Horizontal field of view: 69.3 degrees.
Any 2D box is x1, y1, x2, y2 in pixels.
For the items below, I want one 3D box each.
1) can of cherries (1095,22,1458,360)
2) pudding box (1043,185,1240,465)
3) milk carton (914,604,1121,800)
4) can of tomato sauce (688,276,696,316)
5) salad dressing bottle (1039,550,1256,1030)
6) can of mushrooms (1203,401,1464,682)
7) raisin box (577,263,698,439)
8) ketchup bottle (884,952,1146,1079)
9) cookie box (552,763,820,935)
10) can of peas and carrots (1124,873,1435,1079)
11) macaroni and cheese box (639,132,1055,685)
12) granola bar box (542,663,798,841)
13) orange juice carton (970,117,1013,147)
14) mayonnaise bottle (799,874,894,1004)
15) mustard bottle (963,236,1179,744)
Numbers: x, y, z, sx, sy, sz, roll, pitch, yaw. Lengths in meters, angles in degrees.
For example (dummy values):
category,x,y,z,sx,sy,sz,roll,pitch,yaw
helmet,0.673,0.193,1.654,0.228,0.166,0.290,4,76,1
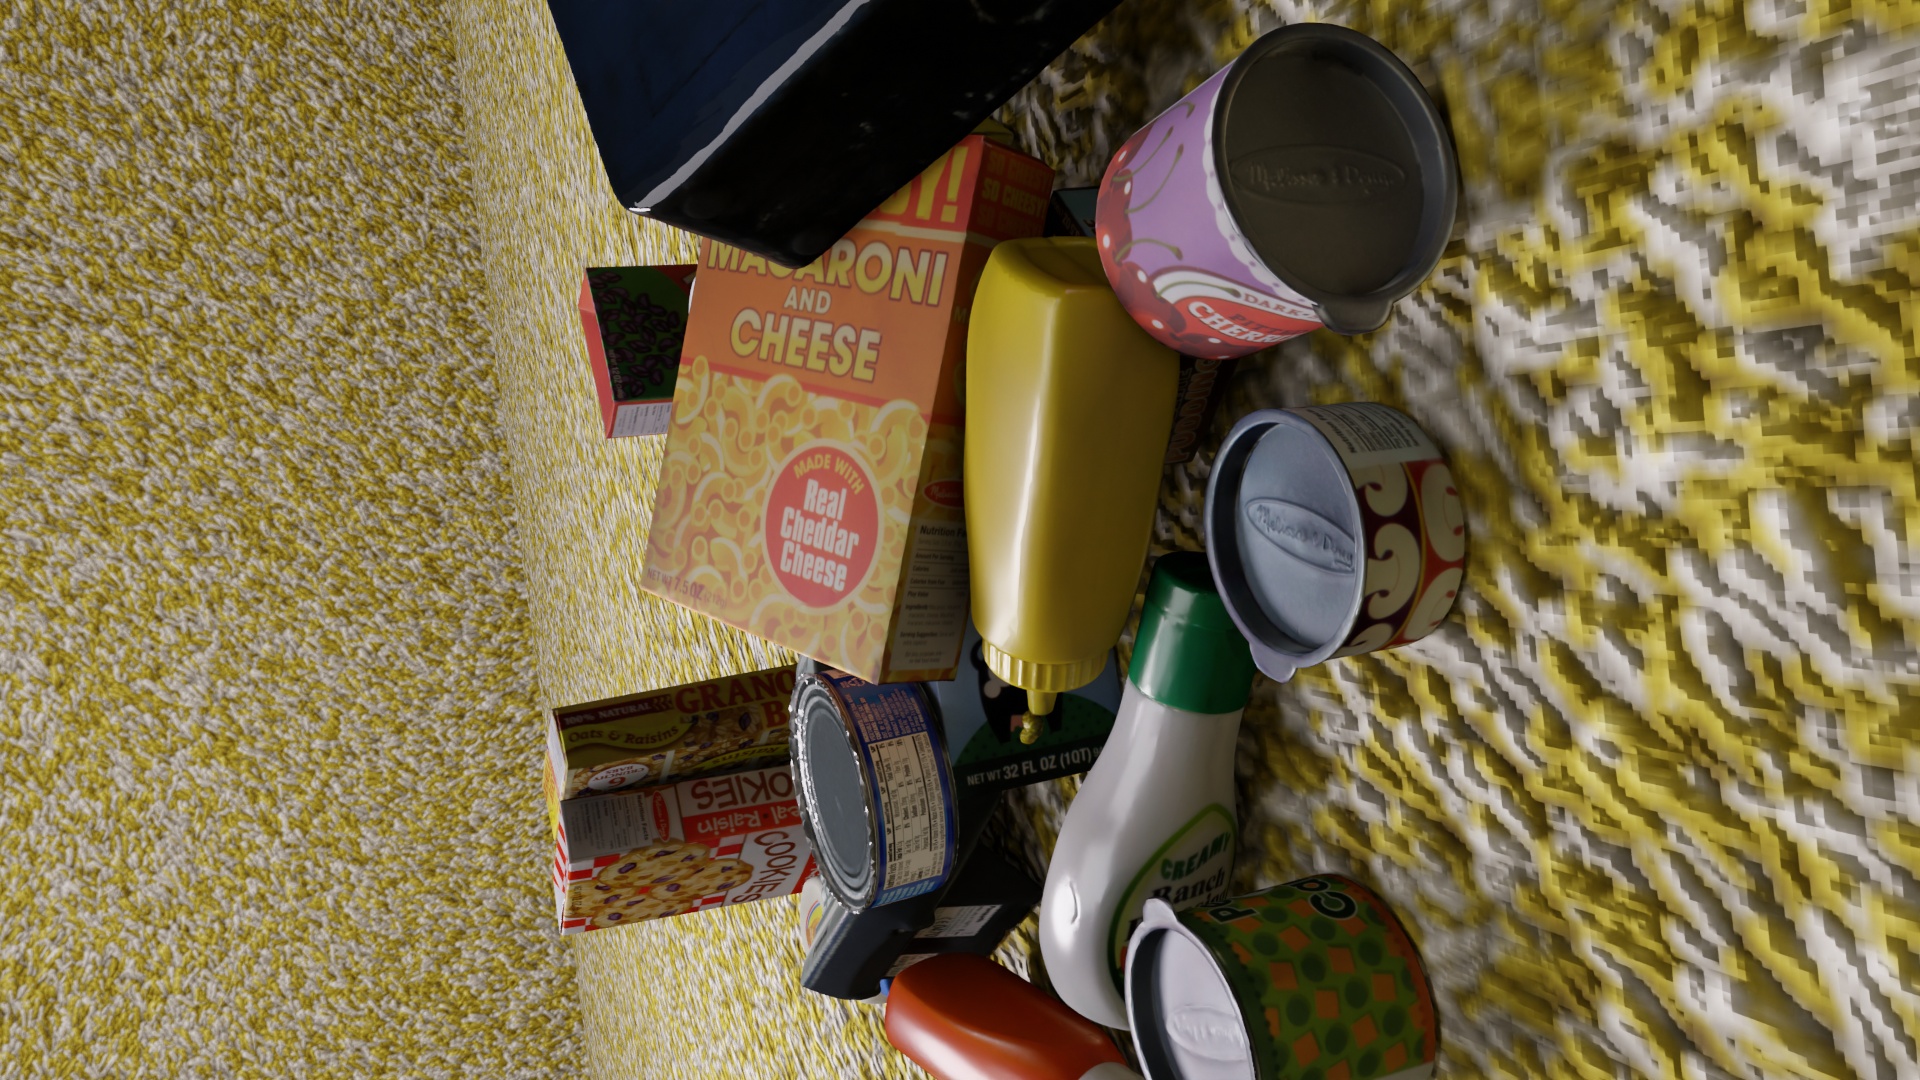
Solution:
category,x,y,z,sx,sy,sz,roll,pitch,yaw
can of cherries,0.074,-0.079,0.335,0.058,0.072,0.071,166,96,-67
pudding box,0.052,-0.068,0.438,0.049,0.030,0.084,106,148,-46
milk carton,0.002,-0.007,0.521,0.073,0.072,0.190,168,94,-67
can of tomato sauce,-0.084,-0.102,0.678,0.071,0.083,0.071,173,89,-67
salad dressing bottle,0.062,0.077,0.428,0.044,0.064,0.147,32,119,47
can of mushrooms,0.094,0.000,0.357,0.071,0.033,0.071,173,89,-66
raisin box,-0.133,-0.103,0.741,0.040,0.124,0.086,124,133,-55
ketchup bottle,0.032,0.205,0.539,0.149,0.065,0.043,9,93,57
cookie box,-0.147,0.179,0.809,0.122,0.168,0.040,115,143,-53
can of peas and carrots,0.086,0.128,0.384,0.071,0.059,0.071,174,89,-67
macaroni and cheese box,-0.042,-0.049,0.463,0.124,0.040,0.166,16,97,39
granola bar box,-0.152,0.121,0.803,0.123,0.166,0.039,121,134,-56
orange juice carton,-0.034,-0.083,0.579,0.072,0.073,0.191,-130,39,-50
mayonnaise bottle,-0.048,0.218,0.751,0.148,0.041,0.065,166,97,-68
mustard bottle,0.028,-0.007,0.411,0.065,0.049,0.159,-125,32,-54
